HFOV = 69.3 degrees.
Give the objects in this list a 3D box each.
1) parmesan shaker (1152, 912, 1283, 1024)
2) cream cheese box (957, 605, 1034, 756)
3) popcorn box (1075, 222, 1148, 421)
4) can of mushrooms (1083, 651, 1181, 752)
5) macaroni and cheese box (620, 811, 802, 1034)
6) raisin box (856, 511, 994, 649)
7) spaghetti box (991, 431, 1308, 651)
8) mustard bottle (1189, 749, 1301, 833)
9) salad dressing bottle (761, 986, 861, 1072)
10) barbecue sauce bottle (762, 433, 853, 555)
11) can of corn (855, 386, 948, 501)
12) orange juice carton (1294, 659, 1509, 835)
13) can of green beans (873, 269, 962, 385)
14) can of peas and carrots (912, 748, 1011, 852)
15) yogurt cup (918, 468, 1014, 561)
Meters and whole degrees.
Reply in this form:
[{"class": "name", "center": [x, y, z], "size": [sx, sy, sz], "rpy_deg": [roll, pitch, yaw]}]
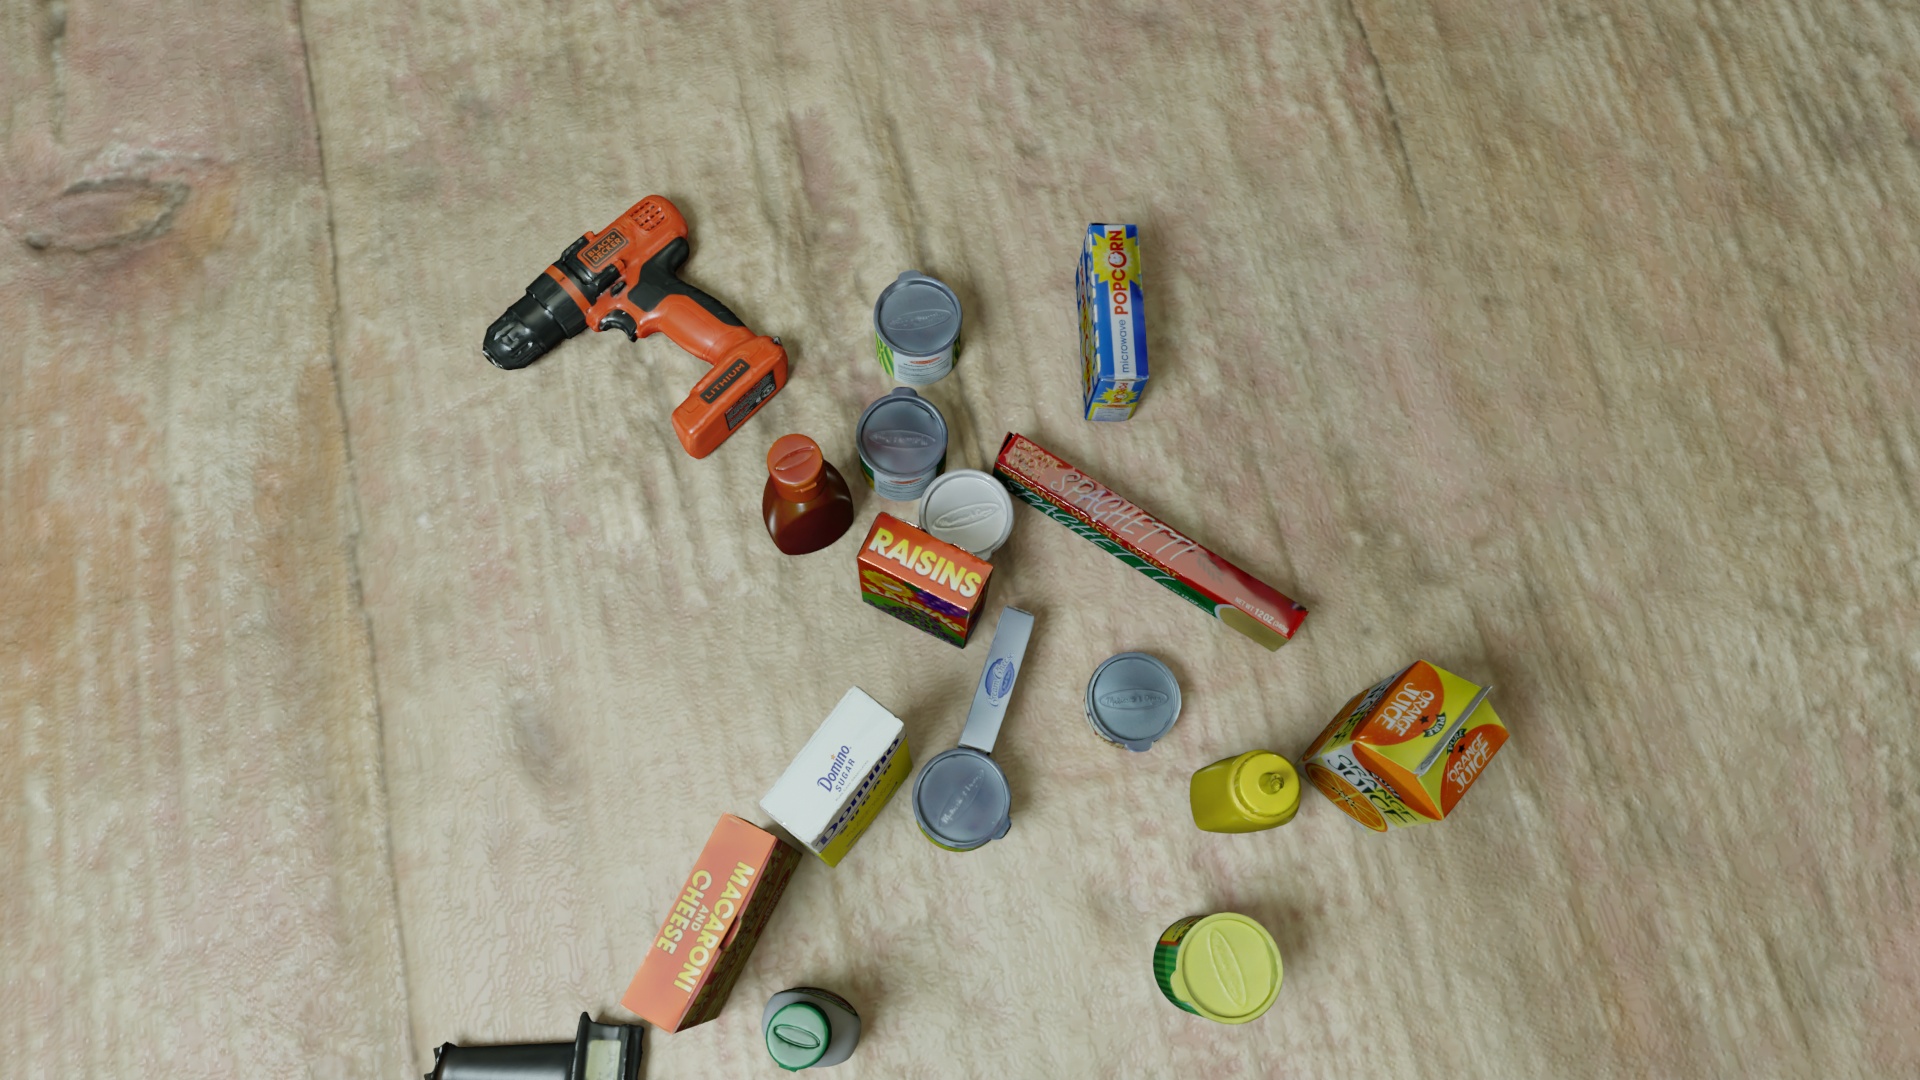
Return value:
[{"class": "parmesan shaker", "center": [0.162, 0.278, 0.905], "size": [0.071, 0.102, 0.071], "rpy_deg": [0, 74, -2]}, {"class": "cream cheese box", "center": [0.025, 0.102, 0.978], "size": [0.024, 0.053, 0.104], "rpy_deg": [18, 74, 3]}, {"class": "popcorn box", "center": [0.112, -0.162, 1.041], "size": [0.038, 0.085, 0.127], "rpy_deg": [-1, 74, -2]}, {"class": "can of mushrooms", "center": [0.121, 0.117, 0.987], "size": [0.071, 0.033, 0.071], "rpy_deg": [1, 74, -2]}, {"class": "macaroni and cheese box", "center": [-0.150, 0.239, 0.873], "size": [0.040, 0.166, 0.124], "rpy_deg": [26, 75, 6]}, {"class": "raisin box", "center": [-0.024, 0.029, 0.961], "size": [0.086, 0.123, 0.040], "rpy_deg": [26, 75, 6]}, {"class": "spaghetti box", "center": [0.133, 0.001, 1.013], "size": [0.250, 0.050, 0.029], "rpy_deg": [32, 76, 7]}, {"class": "mustard bottle", "center": [0.192, 0.164, 0.910], "size": [0.065, 0.159, 0.049], "rpy_deg": [-3, 74, -3]}, {"class": "salad dressing bottle", "center": [-0.095, 0.305, 0.866], "size": [0.064, 0.147, 0.044], "rpy_deg": [18, 75, 3]}, {"class": "barbecue sauce bottle", "center": [-0.108, -0.032, 0.963], "size": [0.065, 0.148, 0.044], "rpy_deg": [-26, 77, -9]}, {"class": "can of corn", "center": [-0.042, -0.070, 1.023], "size": [0.071, 0.058, 0.071], "rpy_deg": [1, 74, -2]}, {"class": "orange juice carton", "center": [0.289, 0.136, 0.904], "size": [0.073, 0.192, 0.072], "rpy_deg": [42, 77, 9]}, {"class": "can of green beans", "center": [-0.032, -0.158, 1.050], "size": [0.071, 0.057, 0.071], "rpy_deg": [1, 74, -2]}, {"class": "can of peas and carrots", "center": [0.002, 0.180, 0.951], "size": [0.071, 0.058, 0.071], "rpy_deg": [1, 74, -2]}, {"class": "yogurt cup", "center": [0.004, -0.013, 1.010], "size": [0.072, 0.053, 0.072], "rpy_deg": [1, 74, -2]}]
